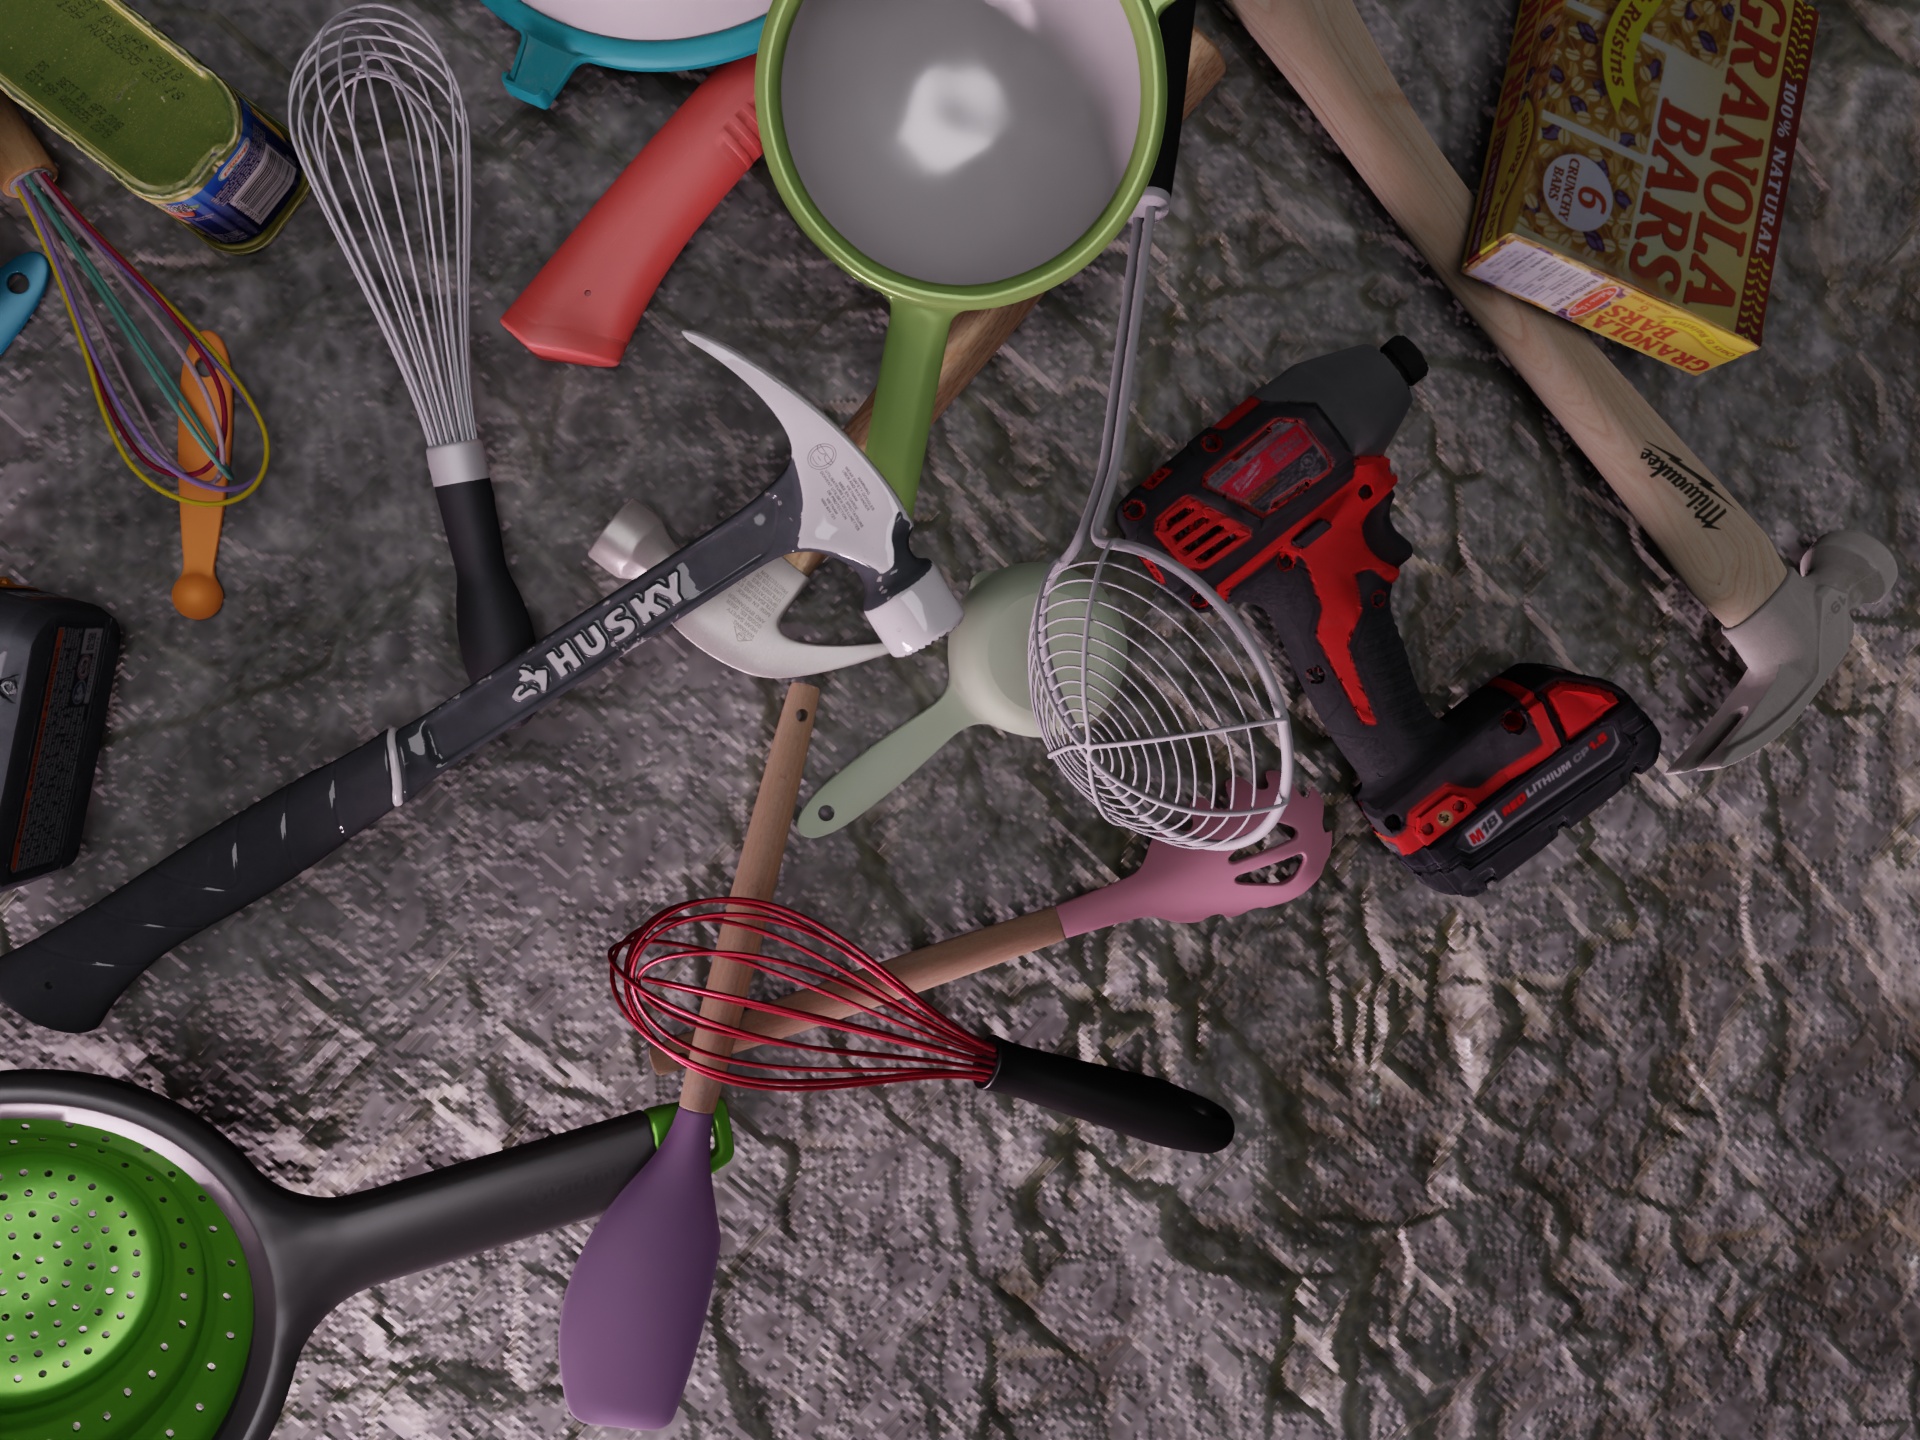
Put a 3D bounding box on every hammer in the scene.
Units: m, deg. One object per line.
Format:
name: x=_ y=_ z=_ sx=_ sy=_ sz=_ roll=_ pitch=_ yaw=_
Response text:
hammer: x=0.237 y=-0.166 z=0.681 sx=0.146 sy=0.038 sz=0.410 roll=-44 pitch=97 yaw=-20
hammer: x=-0.001 y=-0.156 z=0.667 sx=0.130 sy=0.031 sz=0.331 roll=39 pitch=89 yaw=-8
hammer: x=-0.208 y=0.004 z=0.623 sx=0.409 sy=0.036 sz=0.149 roll=-31 pitch=102 yaw=5
hammer: x=-0.064 y=-0.292 z=0.645 sx=0.149 sy=0.037 sz=0.359 roll=41 pitch=88 yaw=-9

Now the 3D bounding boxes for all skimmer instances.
skimmer: x=0.088 y=-0.135 z=0.620 sx=0.090 sy=0.127 sz=0.363 roll=14 pitch=76 yaw=-28

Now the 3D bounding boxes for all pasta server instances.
pasta server: x=0.017 y=0.095 z=0.695 sx=0.316 sy=0.040 sz=0.060 roll=-19 pitch=97 yaw=-1

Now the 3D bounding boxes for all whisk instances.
whisk: x=-0.206 y=-0.135 z=0.632 sx=0.070 sy=0.070 sz=0.284 roll=-11 pitch=101 yaw=-6
whisk: x=-0.006 y=0.136 z=0.659 sx=0.295 sy=0.073 sz=0.073 roll=21 pitch=92 yaw=-23
whisk: x=-0.348 y=-0.187 z=0.610 sx=0.047 sy=0.051 sz=0.245 roll=-33 pitch=93 yaw=0

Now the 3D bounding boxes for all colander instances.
colander: x=-0.292 y=0.213 z=0.642 sx=0.397 sy=0.094 sz=0.204 roll=-12 pitch=96 yaw=-24

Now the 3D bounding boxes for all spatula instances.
spatula: x=-0.106 y=0.137 z=0.665 sx=0.059 sy=0.018 sz=0.316 roll=16 pitch=85 yaw=-18

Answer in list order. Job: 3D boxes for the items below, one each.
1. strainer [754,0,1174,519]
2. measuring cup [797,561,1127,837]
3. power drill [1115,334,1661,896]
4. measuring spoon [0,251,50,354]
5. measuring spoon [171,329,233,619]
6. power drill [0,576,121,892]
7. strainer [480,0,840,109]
strainer: x=-0.010 y=-0.188 z=0.625 sx=0.151 sy=0.069 sz=0.256 roll=11 pitch=110 yaw=-4
measuring cup: x=-0.001 y=-0.002 z=0.675 sx=0.167 sy=0.038 sz=0.083 roll=-38 pitch=98 yaw=-5
power drill: x=0.184 y=-0.048 z=0.674 sx=0.143 sy=0.078 sz=0.219 roll=-39 pitch=95 yaw=6
measuring spoon: x=-0.402 y=-0.134 z=0.621 sx=0.042 sy=0.021 sz=0.128 roll=39 pitch=90 yaw=-9
measuring spoon: x=-0.307 y=-0.099 z=0.642 sx=0.021 sy=0.011 sz=0.117 roll=4 pitch=94 yaw=-8
power drill: x=-0.458 y=0.011 z=0.599 sx=0.226 sy=0.084 sz=0.185 roll=13 pitch=93 yaw=-4
strainer: x=-0.058 y=-0.381 z=0.576 sx=0.340 sy=0.095 sz=0.211 roll=-20 pitch=86 yaw=4
